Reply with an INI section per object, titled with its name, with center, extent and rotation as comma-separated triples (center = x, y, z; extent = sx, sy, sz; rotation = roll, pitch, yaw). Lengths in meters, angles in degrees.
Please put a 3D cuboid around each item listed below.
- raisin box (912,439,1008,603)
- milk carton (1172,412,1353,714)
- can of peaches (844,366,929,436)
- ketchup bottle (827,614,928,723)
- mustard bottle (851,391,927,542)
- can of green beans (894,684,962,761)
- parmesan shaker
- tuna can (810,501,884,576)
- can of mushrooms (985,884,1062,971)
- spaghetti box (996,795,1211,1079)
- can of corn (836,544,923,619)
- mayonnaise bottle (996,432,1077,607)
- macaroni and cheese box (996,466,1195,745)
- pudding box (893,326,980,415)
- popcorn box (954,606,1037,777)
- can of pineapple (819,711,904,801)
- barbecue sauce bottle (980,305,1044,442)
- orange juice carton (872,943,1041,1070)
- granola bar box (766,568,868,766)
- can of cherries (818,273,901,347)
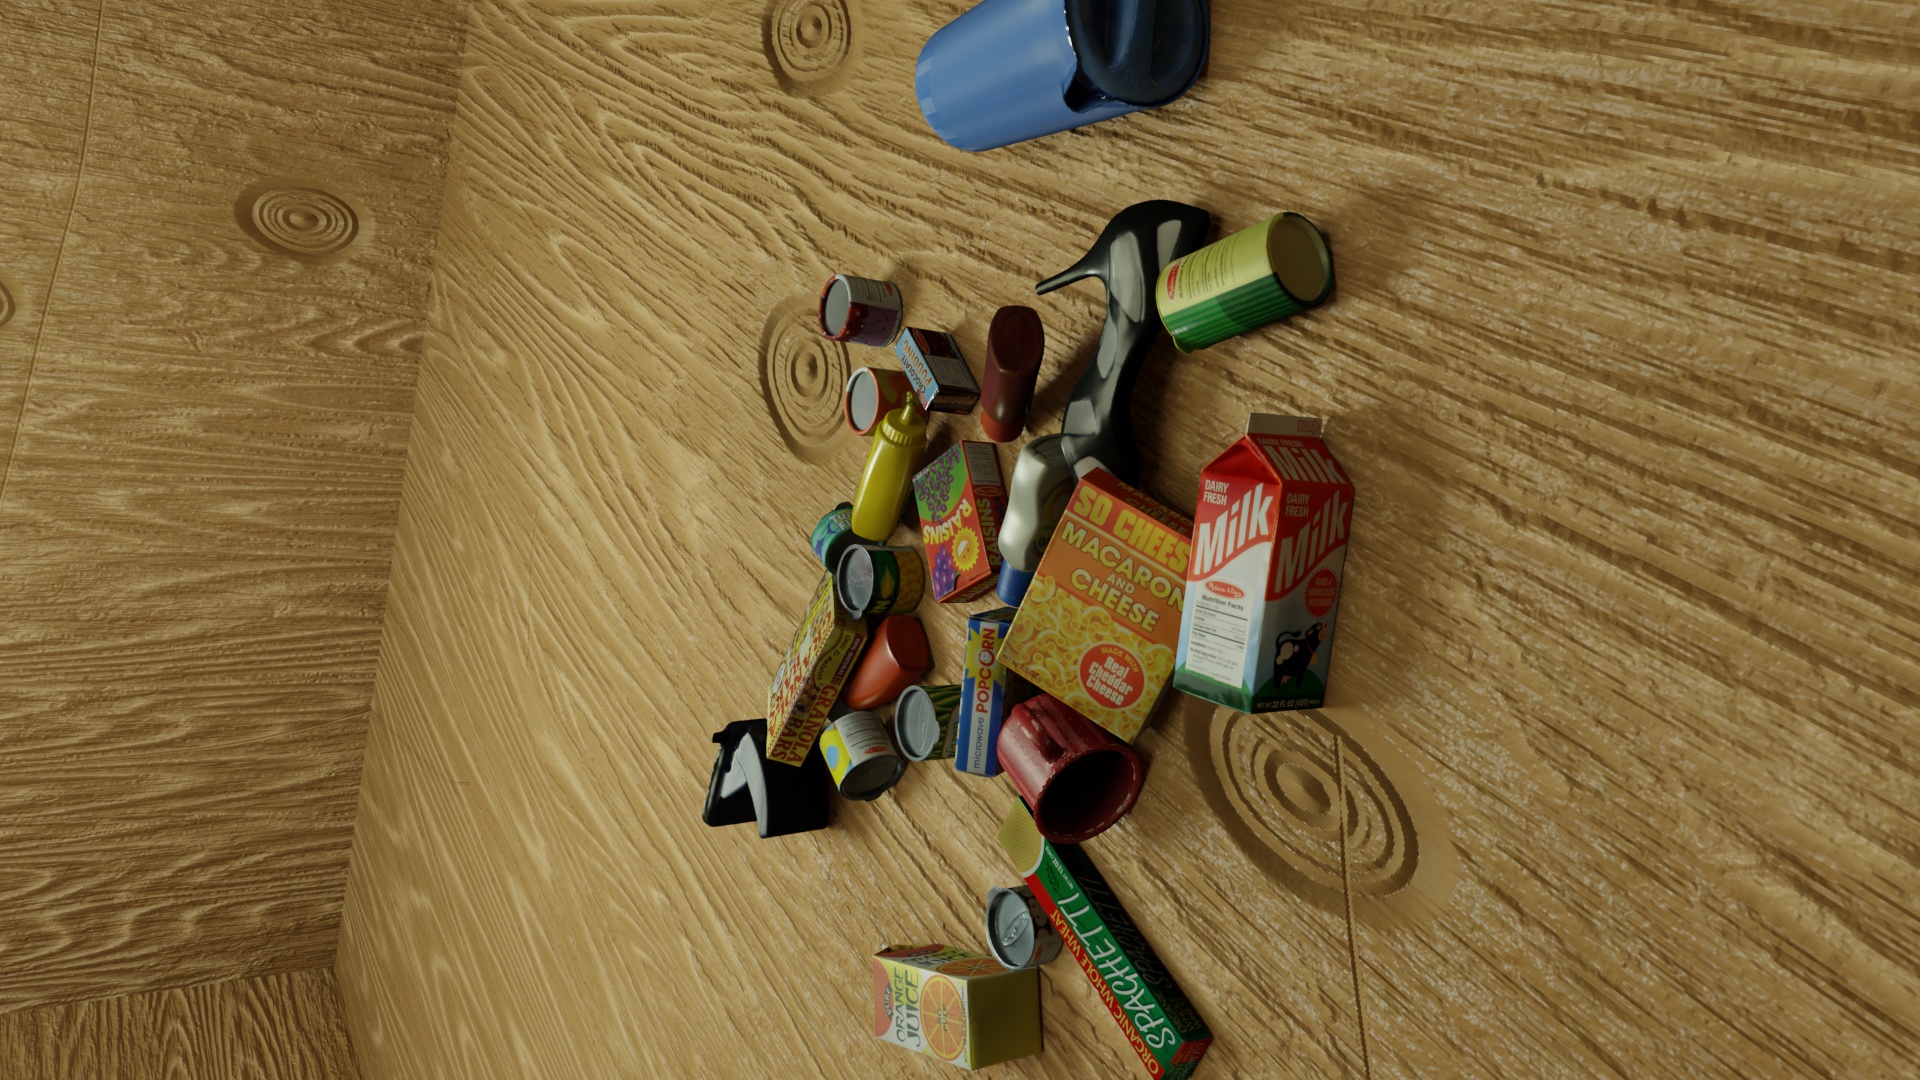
[raisin box]
center = 0.004, -0.015, 1.223
extent = 0.085, 0.040, 0.123
rotation = -33, 63, 48
[milk carton]
center = 0.201, 0.012, 0.914
extent = 0.073, 0.072, 0.190
rotation = 15, 102, 53
[can of peaches]
center = -0.070, -0.128, 1.318
extent = 0.071, 0.058, 0.071
rotation = -5, 84, 55
[ketchup bottle]
center = -0.085, 0.132, 1.338
extent = 0.148, 0.043, 0.065
rotation = -46, 46, 44
[mustard bottle]
center = -0.062, -0.072, 1.283
extent = 0.066, 0.049, 0.159
rotation = -75, 4, -49
[can of green beans]
center = -0.016, 0.160, 1.227
extent = 0.071, 0.058, 0.071
rotation = -4, 85, 55
[parmesan shaker]
center = 0.192, -0.172, 0.941
extent = 0.103, 0.071, 0.071
rotation = -15, 76, 53
[tuna can]
center = -0.110, -0.001, 1.360
extent = 0.033, 0.071, 0.070
rotation = 49, 127, 42
[can of mushrooms]
center = 0.052, 0.315, 1.143
extent = 0.071, 0.033, 0.071
rotation = -2, 87, 55
[spaghetti box]
center = 0.105, 0.300, 1.073
extent = 0.251, 0.029, 0.050
rotation = 52, 130, 43
[can of corn]
center = -0.076, 0.040, 1.317
extent = 0.071, 0.058, 0.071
rotation = -4, 85, 55
[mayonnaise bottle]
center = 0.061, -0.014, 1.123
extent = 0.041, 0.065, 0.147
rotation = 36, 129, 31
[macaroni and cheese box]
center = 0.113, 0.047, 1.017
extent = 0.124, 0.040, 0.165
rotation = 31, 117, 16
[pudding box]
center = -0.021, -0.154, 1.257
extent = 0.030, 0.050, 0.084
rotation = -54, 48, 36
[popcorn box]
center = 0.033, 0.122, 1.131
extent = 0.038, 0.085, 0.126
rotation = 7, 95, 23
[can of pineapple]
center = -0.095, 0.207, 1.330
extent = 0.058, 0.071, 0.070
rotation = 58, 133, 39
[barbecue sauce bottle]
center = 0.039, -0.127, 1.121
extent = 0.148, 0.044, 0.065
rotation = 98, 174, -68
[orange juice carton]
center = -0.017, 0.397, 1.203
extent = 0.192, 0.073, 0.072
rotation = -11, 80, 55
[granola bar box]
center = -0.142, 0.122, 1.374
extent = 0.164, 0.039, 0.125
rotation = -62, 18, 23
[can of cherries]
center = -0.100, -0.224, 1.366
extent = 0.071, 0.058, 0.071
rotation = -4, 84, 54
